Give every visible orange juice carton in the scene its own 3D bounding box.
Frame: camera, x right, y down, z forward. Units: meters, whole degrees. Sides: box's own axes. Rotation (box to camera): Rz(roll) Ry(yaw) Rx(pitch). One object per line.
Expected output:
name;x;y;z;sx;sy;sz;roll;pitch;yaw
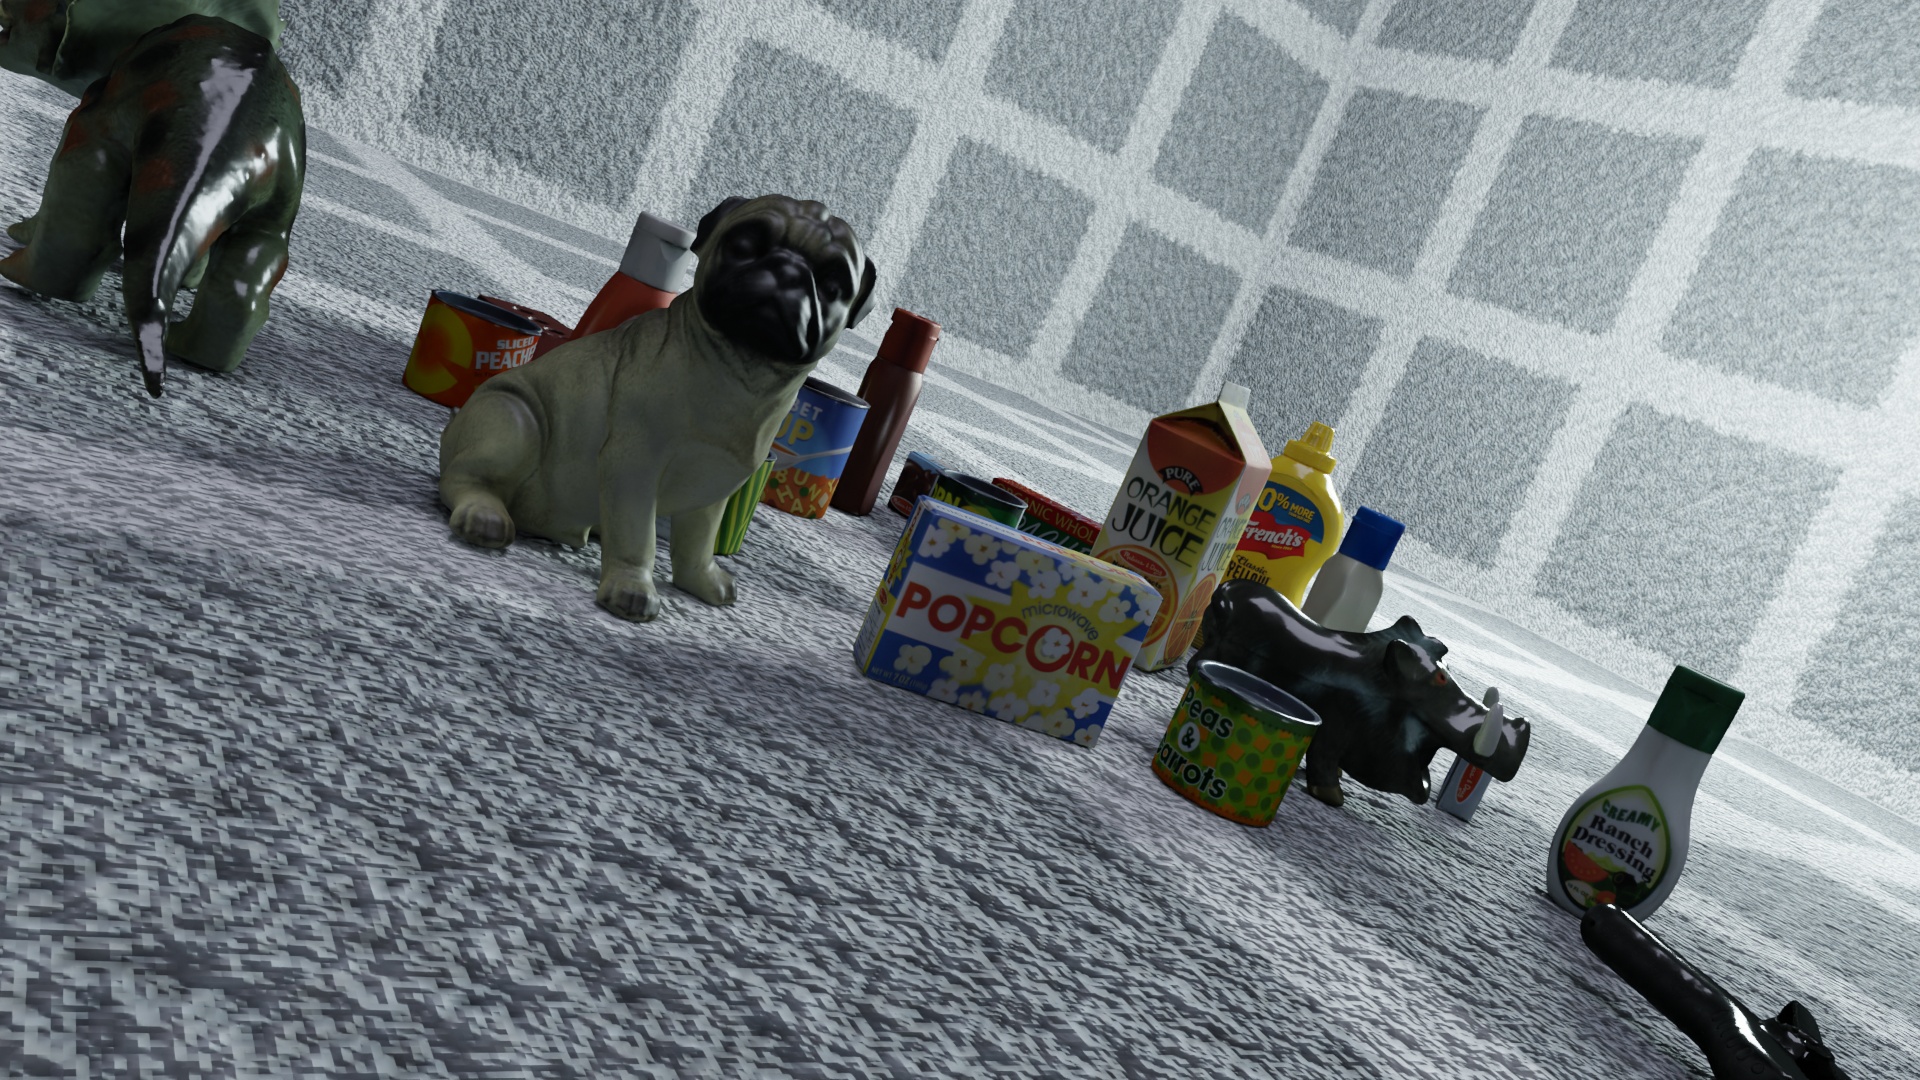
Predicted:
orange juice carton;0.144;-0.015;0.920;0.073;0.192;0.072;27;10;23

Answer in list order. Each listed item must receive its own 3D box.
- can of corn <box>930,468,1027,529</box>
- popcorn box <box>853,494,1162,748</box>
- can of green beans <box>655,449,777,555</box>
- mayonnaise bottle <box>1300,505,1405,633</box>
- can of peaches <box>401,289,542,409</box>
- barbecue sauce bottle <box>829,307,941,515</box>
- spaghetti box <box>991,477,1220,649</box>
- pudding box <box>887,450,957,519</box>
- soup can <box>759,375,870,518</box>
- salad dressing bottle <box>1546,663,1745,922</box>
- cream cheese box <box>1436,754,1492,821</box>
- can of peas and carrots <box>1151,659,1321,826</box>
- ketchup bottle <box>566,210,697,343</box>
can of corn;0.003;-0.012;0.979;0.071;0.058;0.071;23;10;-4
popcorn box;0.022;0.040;0.668;0.127;0.085;0.038;20;10;-18
can of green beans;-0.141;-0.031;0.752;0.071;0.057;0.071;23;10;-4
mayonnaise bottle;0.280;0.048;1.025;0.041;0.147;0.065;21;9;-12
can of peaches;-0.291;-0.110;0.831;0.071;0.058;0.071;23;10;-4
barbecue sauce bottle;-0.058;-0.094;1.008;0.044;0.148;0.065;22;9;-6
spaghetti box;0.120;0.021;1.093;0.250;0.050;0.029;28;10;26
pudding box;-0.014;-0.031;1.062;0.030;0.049;0.084;13;14;-47
soup can;-0.109;-0.065;0.931;0.071;0.083;0.071;23;9;-4
salad dressing bottle;0.374;0.140;0.756;0.064;0.147;0.044;30;11;34
cream cheese box;0.334;0.146;0.906;0.024;0.053;0.104;27;10;20
can of peas and carrots;0.133;0.099;0.683;0.071;0.058;0.071;23;10;-4
ketchup bottle;-0.198;-0.118;0.819;0.065;0.148;0.043;16;12;-37
